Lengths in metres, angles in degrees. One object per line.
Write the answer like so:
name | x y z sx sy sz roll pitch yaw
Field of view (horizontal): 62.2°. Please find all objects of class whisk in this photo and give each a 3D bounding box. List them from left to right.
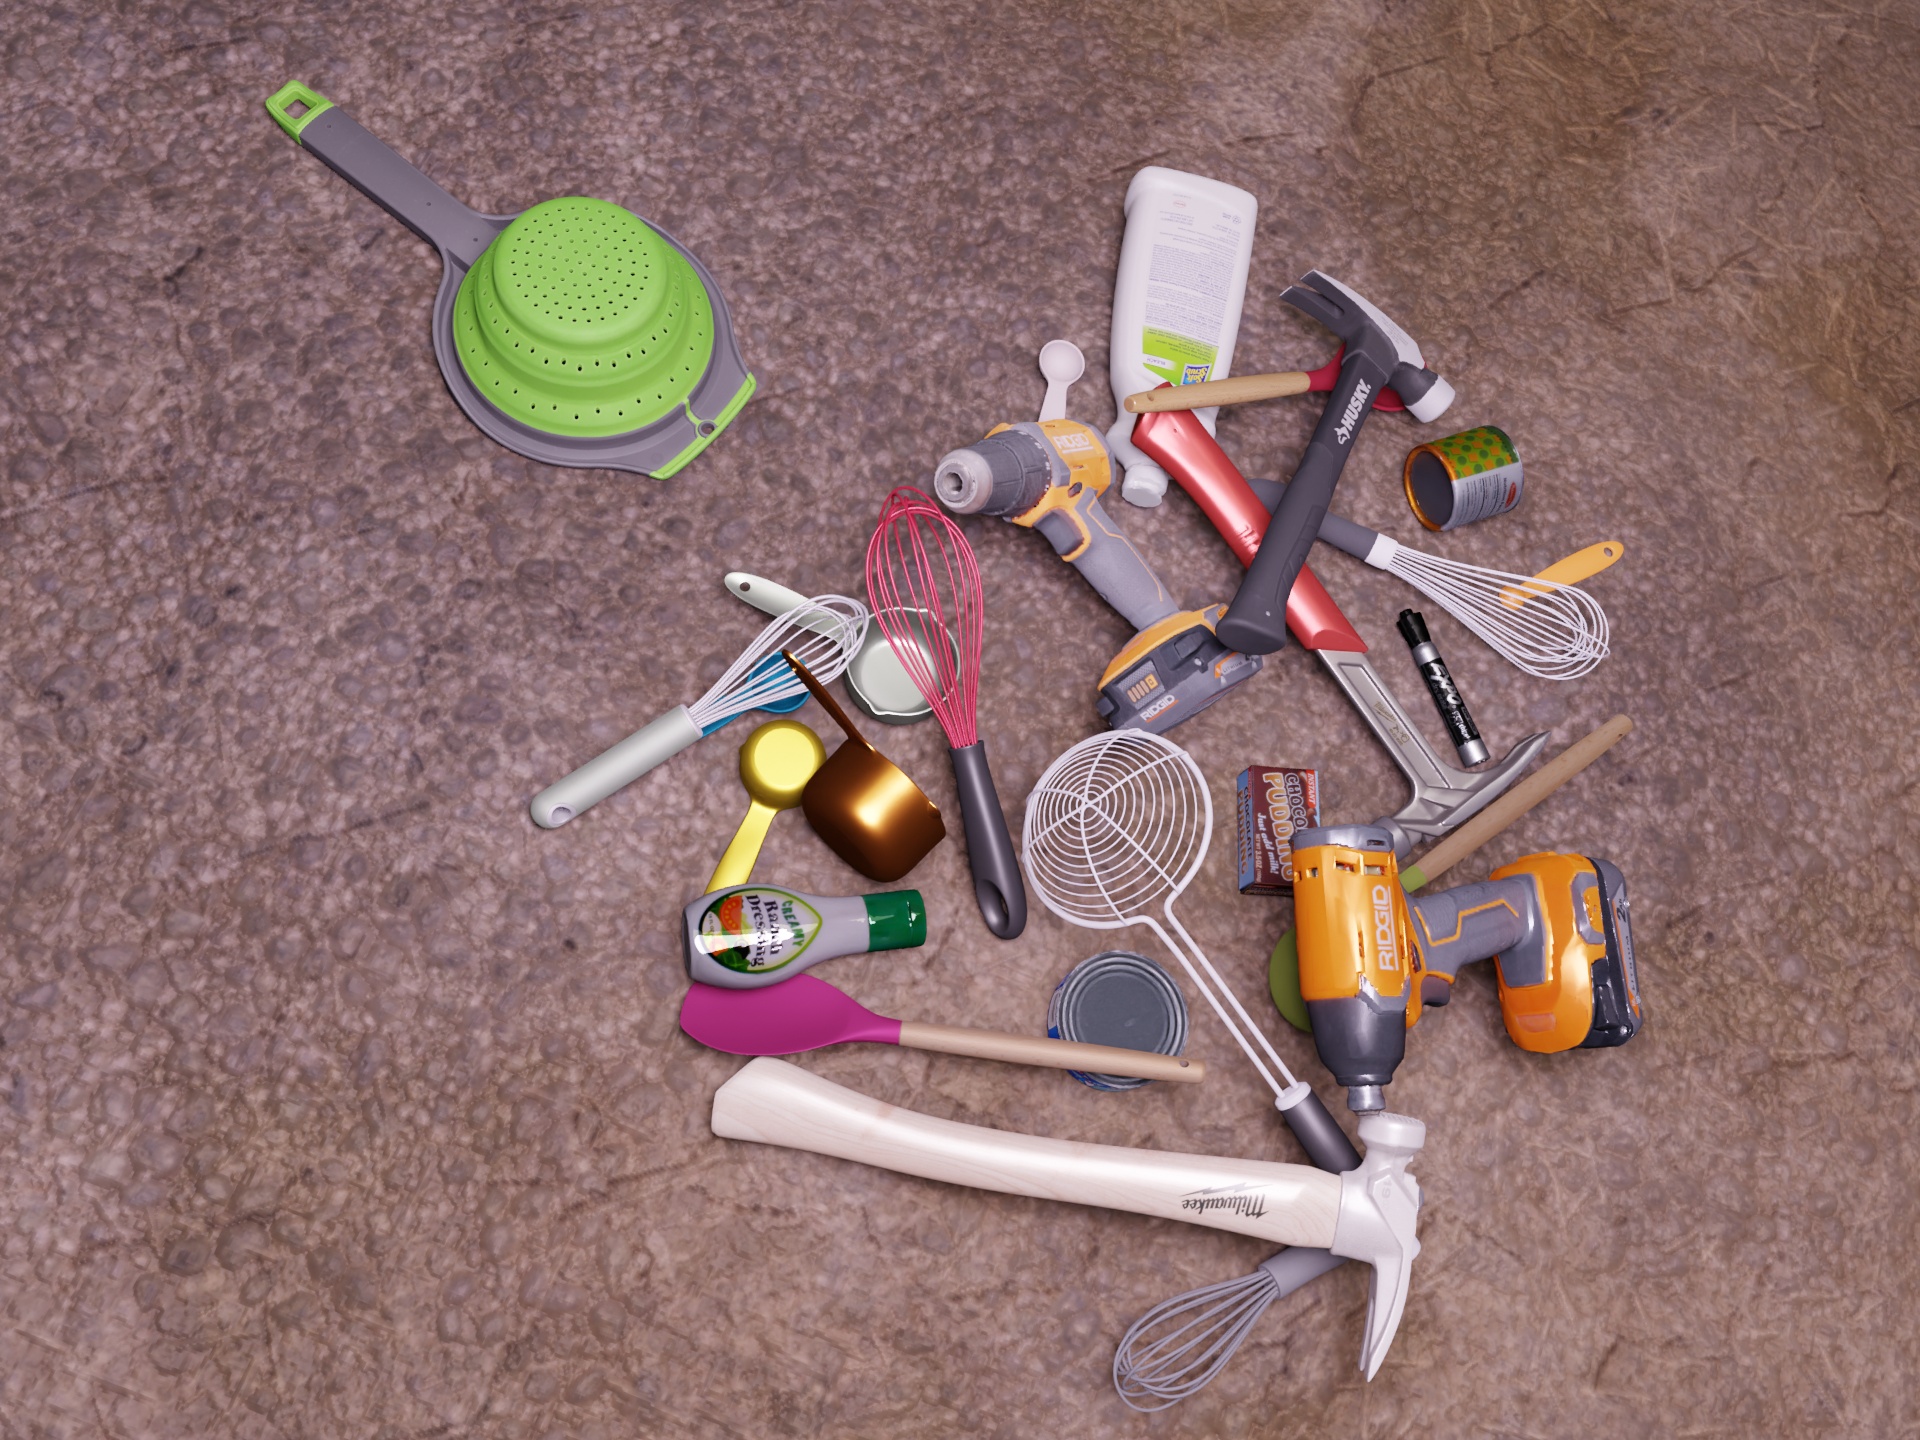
whisk | -0.163 -0.005 1.001 0.246 0.057 0.059 -33 46 -5
whisk | -0.002 -0.003 1.007 0.073 0.073 0.296 -15 95 -15
whisk | 0.191 0.343 0.965 0.239 0.055 0.055 -23 77 -21
whisk | 0.331 -0.107 1.141 0.284 0.070 0.070 26 69 5

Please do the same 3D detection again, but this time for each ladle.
ladle | 0.227 -0.236 1.122 0.315 0.031 0.069 -16 74 -39
ladle | 0.330 0.094 1.044 0.320 0.078 0.062 -34 50 -12

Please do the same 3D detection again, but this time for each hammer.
hammer | 0.055 0.271 0.929 0.410 0.038 0.146 9 83 6
hammer | 0.235 -0.168 1.061 0.146 0.035 0.335 40 54 -14
hammer | 0.243 -0.084 1.087 0.149 0.036 0.359 -36 89 -8

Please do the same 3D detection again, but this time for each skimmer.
skimmer | 0.170 0.171 0.982 0.127 0.090 0.363 -35 93 13

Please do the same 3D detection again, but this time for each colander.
colander | -0.318 -0.331 1.075 0.397 0.094 0.204 38 69 4

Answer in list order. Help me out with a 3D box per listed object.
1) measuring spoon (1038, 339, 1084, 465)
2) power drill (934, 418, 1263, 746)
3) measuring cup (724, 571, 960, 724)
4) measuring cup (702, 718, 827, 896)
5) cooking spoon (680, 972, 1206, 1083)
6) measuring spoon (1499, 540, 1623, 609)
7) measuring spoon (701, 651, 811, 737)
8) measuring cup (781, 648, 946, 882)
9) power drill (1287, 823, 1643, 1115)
measuring spoon | 0.064 -0.216 1.151 0.034 0.018 0.124 13 76 -11
power drill | 0.084 -0.097 1.032 0.226 0.084 0.185 56 31 7
measuring cup | -0.081 -0.053 1.055 0.167 0.038 0.083 26 69 1
measuring cup | -0.132 0.069 1.007 0.062 0.029 0.157 24 69 -2
cooking spoon | -0.011 0.193 0.963 0.319 0.017 0.069 7 39 3
measuring spoon | 0.449 -0.110 1.182 0.117 0.011 0.021 -24 77 -17
measuring spoon | -0.155 -0.003 1.039 0.128 0.021 0.042 -27 75 -8
measuring cup | -0.077 0.032 0.968 0.052 0.095 0.173 -47 128 -17
power drill | 0.298 0.151 0.951 0.226 0.084 0.164 6 73 -27
